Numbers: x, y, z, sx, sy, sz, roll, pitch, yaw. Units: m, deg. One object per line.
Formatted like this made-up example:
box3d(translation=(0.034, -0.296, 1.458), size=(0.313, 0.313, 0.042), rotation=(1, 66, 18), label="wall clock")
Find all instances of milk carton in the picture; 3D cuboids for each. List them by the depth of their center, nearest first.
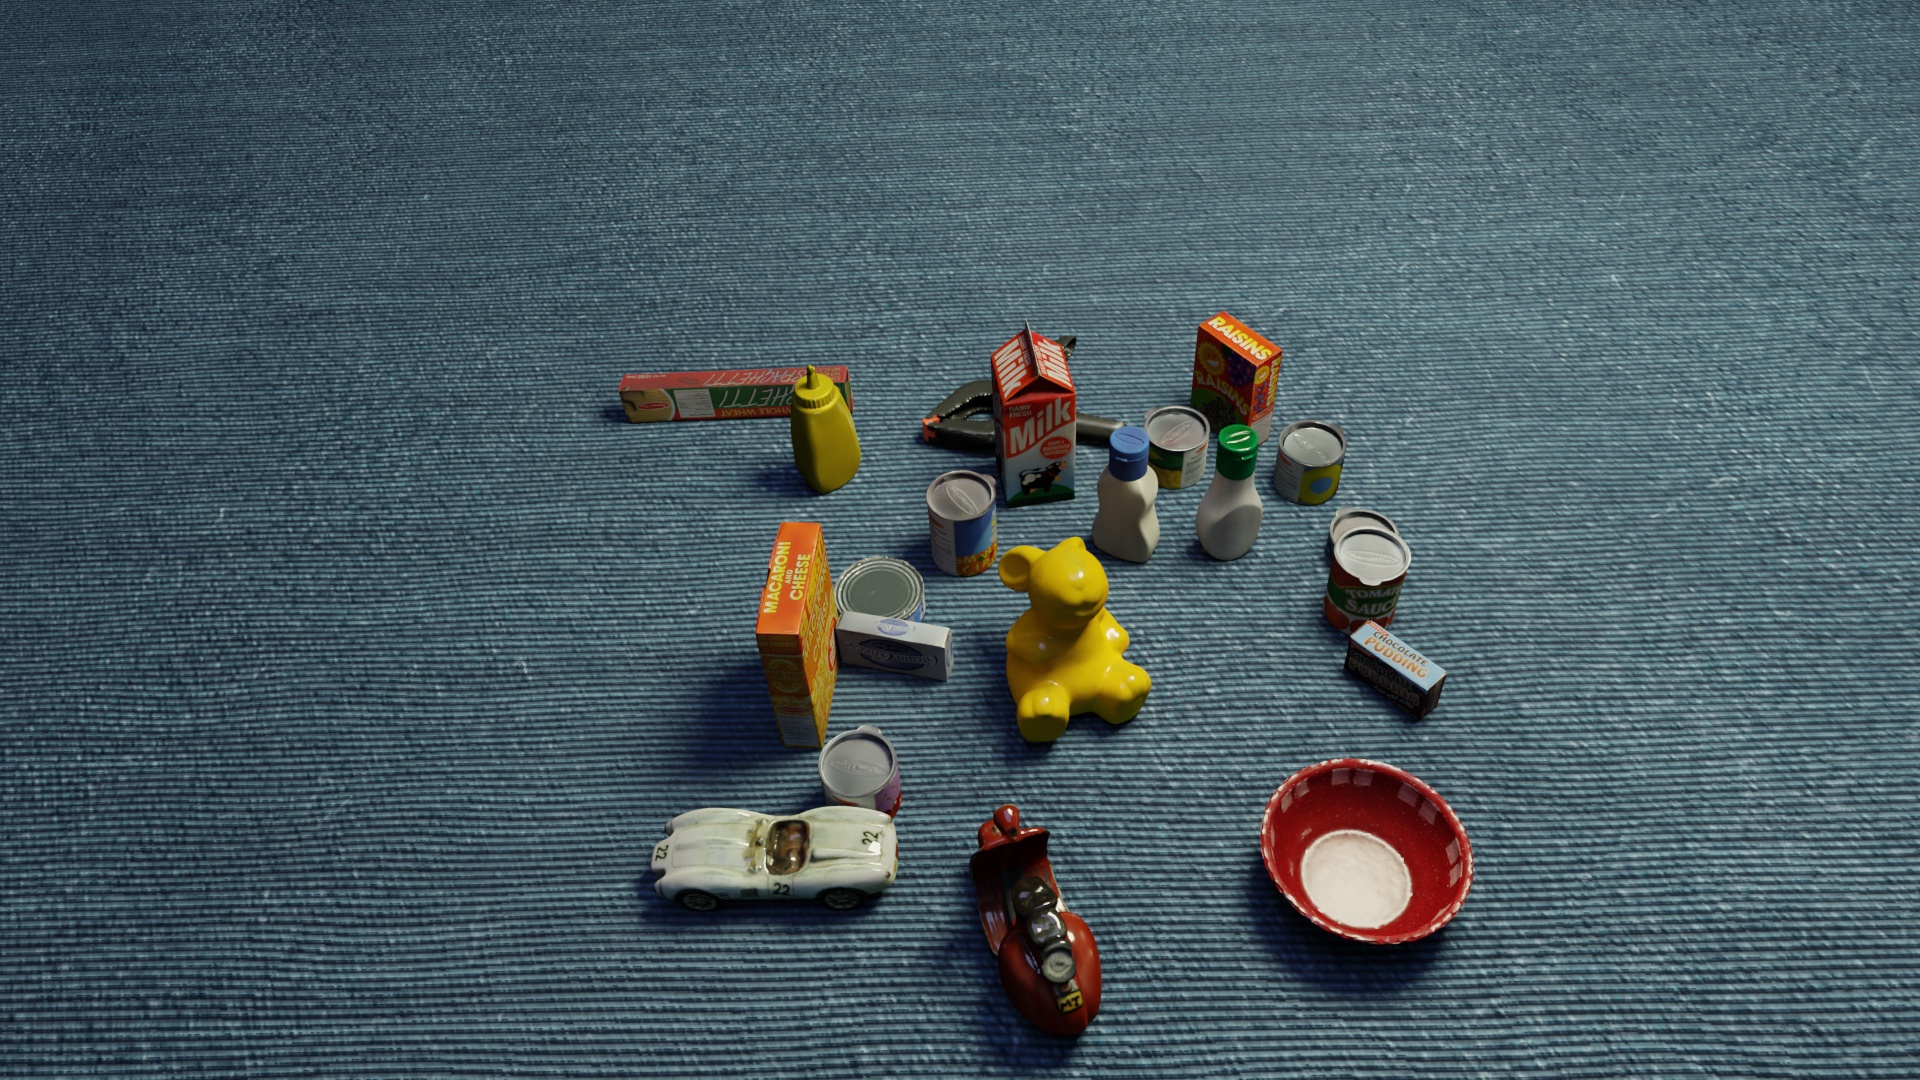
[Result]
box3d(translation=(0.072, -0.124, 1.365), size=(0.073, 0.189, 0.073), rotation=(-9, 48, -4), label="milk carton")

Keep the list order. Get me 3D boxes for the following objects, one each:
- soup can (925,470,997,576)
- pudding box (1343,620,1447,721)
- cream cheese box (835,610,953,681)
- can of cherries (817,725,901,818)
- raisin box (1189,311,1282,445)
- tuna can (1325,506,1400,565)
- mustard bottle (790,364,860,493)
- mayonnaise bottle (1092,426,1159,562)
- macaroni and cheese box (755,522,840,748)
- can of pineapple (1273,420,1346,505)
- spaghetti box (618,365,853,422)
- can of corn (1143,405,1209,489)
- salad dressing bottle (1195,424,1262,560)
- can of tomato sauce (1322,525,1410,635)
box3d(translation=(0.005, -0.017, 1.344), size=(0.071, 0.083, 0.072), rotation=(-2, 48, 2), label="soup can")
box3d(translation=(0.382, 0.114, 1.223), size=(0.030, 0.049, 0.084), rotation=(-35, 55, -24), label="pudding box")
box3d(translation=(-0.059, 0.096, 1.267), size=(0.104, 0.053, 0.024), rotation=(9, 49, 12), label="cream cheese box")
box3d(translation=(-0.082, 0.201, 1.171), size=(0.071, 0.058, 0.072), rotation=(-2, 48, 2), label="can of cherries")
box3d(translation=(0.282, -0.162, 1.430), size=(0.040, 0.122, 0.086), rotation=(-31, 53, -22), label="raisin box")
box3d(translation=(0.384, 0.002, 1.335), size=(0.071, 0.032, 0.071), rotation=(-2, 48, 2), label="tuna can")
box3d(translation=(-0.140, -0.119, 1.395), size=(0.065, 0.159, 0.049), rotation=(-34, 54, -24), label="mustard bottle")
box3d(translation=(0.158, -0.044, 1.315), size=(0.065, 0.147, 0.041), rotation=(20, 52, 20), label="mayonnaise bottle")
box3d(translation=(-0.139, 0.084, 1.208), size=(0.040, 0.165, 0.124), rotation=(1, 48, 5), label="macaroni and cheese box")
box3d(translation=(0.352, -0.078, 1.393), size=(0.071, 0.057, 0.071), rotation=(-2, 48, 2), label="can of pineapple")
box3d(translation=(-0.241, -0.159, 1.511), size=(0.250, 0.050, 0.029), rotation=(-2, 48, 2), label="spaghetti box")
box3d(translation=(0.217, -0.096, 1.418), size=(0.071, 0.058, 0.071), rotation=(-2, 48, 2), label="can of corn")
box3d(translation=(0.256, -0.045, 1.309), size=(0.064, 0.146, 0.044), rotation=(-17, 49, -11), label="salad dressing bottle")
box3d(translation=(0.370, 0.040, 1.269), size=(0.071, 0.082, 0.071), rotation=(-2, 48, 2), label="can of tomato sauce")
